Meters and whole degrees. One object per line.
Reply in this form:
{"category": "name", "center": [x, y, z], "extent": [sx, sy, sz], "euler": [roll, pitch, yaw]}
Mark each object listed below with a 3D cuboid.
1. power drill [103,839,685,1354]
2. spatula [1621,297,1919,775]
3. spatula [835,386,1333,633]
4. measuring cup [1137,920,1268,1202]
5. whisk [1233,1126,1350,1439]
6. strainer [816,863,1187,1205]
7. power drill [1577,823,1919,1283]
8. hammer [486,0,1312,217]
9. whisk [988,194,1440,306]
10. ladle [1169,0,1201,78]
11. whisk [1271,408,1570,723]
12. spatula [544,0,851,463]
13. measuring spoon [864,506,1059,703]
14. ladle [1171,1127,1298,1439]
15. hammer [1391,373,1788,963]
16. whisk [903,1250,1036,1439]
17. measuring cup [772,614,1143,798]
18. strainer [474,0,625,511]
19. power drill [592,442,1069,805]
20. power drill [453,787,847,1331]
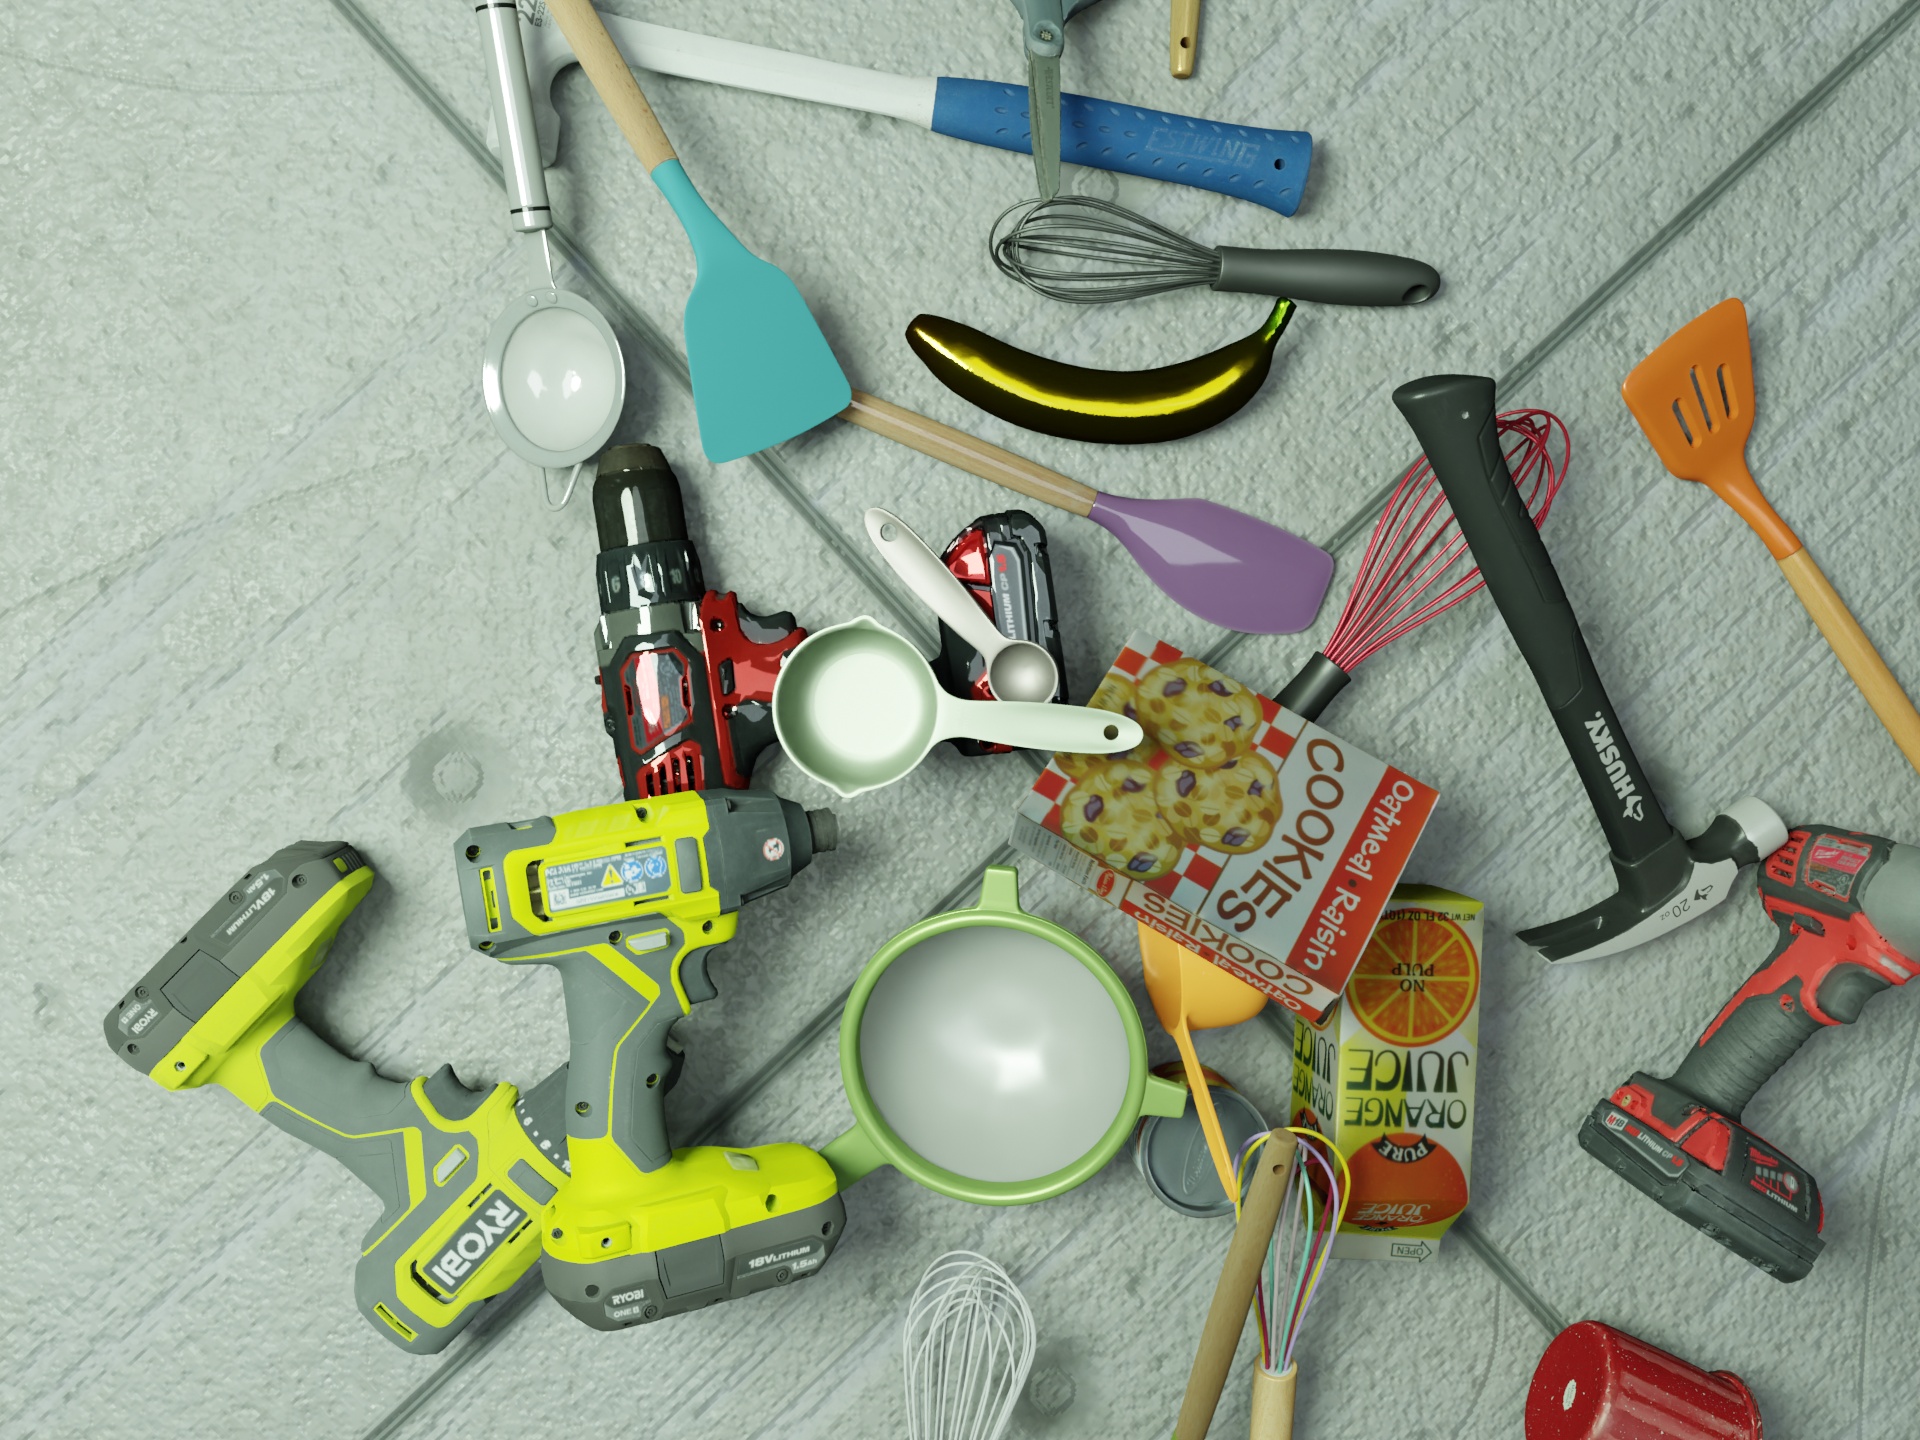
{"category": "power drill", "center": [-0.267, 0.166, 0.771], "extent": [0.228, 0.080, 0.190], "euler": [44, 88, -7]}
{"category": "spatula", "center": [0.459, -0.070, 0.845], "extent": [0.081, 0.041, 0.322], "euler": [-37, 95, -4]}
{"category": "spatula", "center": [0.043, -0.119, 0.819], "extent": [0.316, 0.018, 0.060], "euler": [22, 92, -6]}
{"category": "measuring cup", "center": [0.131, 0.145, 0.774], "extent": [0.052, 0.095, 0.174], "euler": [-8, 58, -8]}
{"category": "whisk", "center": [0.162, 0.306, 0.793], "extent": [0.047, 0.051, 0.244], "euler": [-10, 114, -20]}
{"category": "strainer", "center": [-0.021, 0.190, 0.806], "extent": [0.256, 0.069, 0.151], "euler": [-38, 92, 14]}
{"category": "power drill", "center": [0.421, 0.157, 0.797], "extent": [0.078, 0.143, 0.219], "euler": [32, 91, -8]}
{"category": "hammer", "center": [-0.023, -0.319, 0.800], "extent": [0.405, 0.035, 0.144], "euler": [9, 91, -5]}
{"category": "whisk", "center": [0.132, -0.234, 0.811], "extent": [0.239, 0.055, 0.055], "euler": [2, 91, -9]}
{"category": "ladle", "center": [0.122, -0.490, 0.814], "extent": [0.069, 0.031, 0.315], "euler": [3, 93, -5]}
{"category": "whisk", "center": [0.204, -0.043, 0.816], "extent": [0.073, 0.073, 0.296], "euler": [40, 94, -5]}
{"category": "spatula", "center": [-0.156, -0.278, 0.756], "extent": [0.082, 0.044, 0.317], "euler": [-29, 88, -21]}
{"category": "measuring spoon", "center": [0.001, -0.054, 0.742], "extent": [0.124, 0.018, 0.034], "euler": [47, 114, 5]}
{"category": "ladle", "center": [0.118, 0.335, 0.765], "extent": [0.078, 0.062, 0.320], "euler": [9, 114, -4]}
{"category": "hammer", "center": [0.293, -0.025, 0.787], "extent": [0.146, 0.035, 0.334], "euler": [-34, 112, -2]}
{"category": "whisk", "center": [-0.012, 0.408, 0.811], "extent": [0.070, 0.070, 0.284], "euler": [9, 96, -5]}
{"category": "measuring cup", "center": [-0.001, -0.002, 0.730], "extent": [0.167, 0.038, 0.083], "euler": [6, 93, 0]}
{"category": "strainer", "center": [-0.202, -0.232, 0.764], "extent": [0.087, 0.050, 0.258], "euler": [0, 106, 24]}
{"category": "power drill", "center": [-0.070, -0.053, 0.784], "extent": [0.226, 0.080, 0.188], "euler": [-8, 92, -2]}
{"category": "power drill", "center": [-0.127, 0.145, 0.729], "extent": [0.171, 0.080, 0.223], "euler": [-9, 96, -19]}
